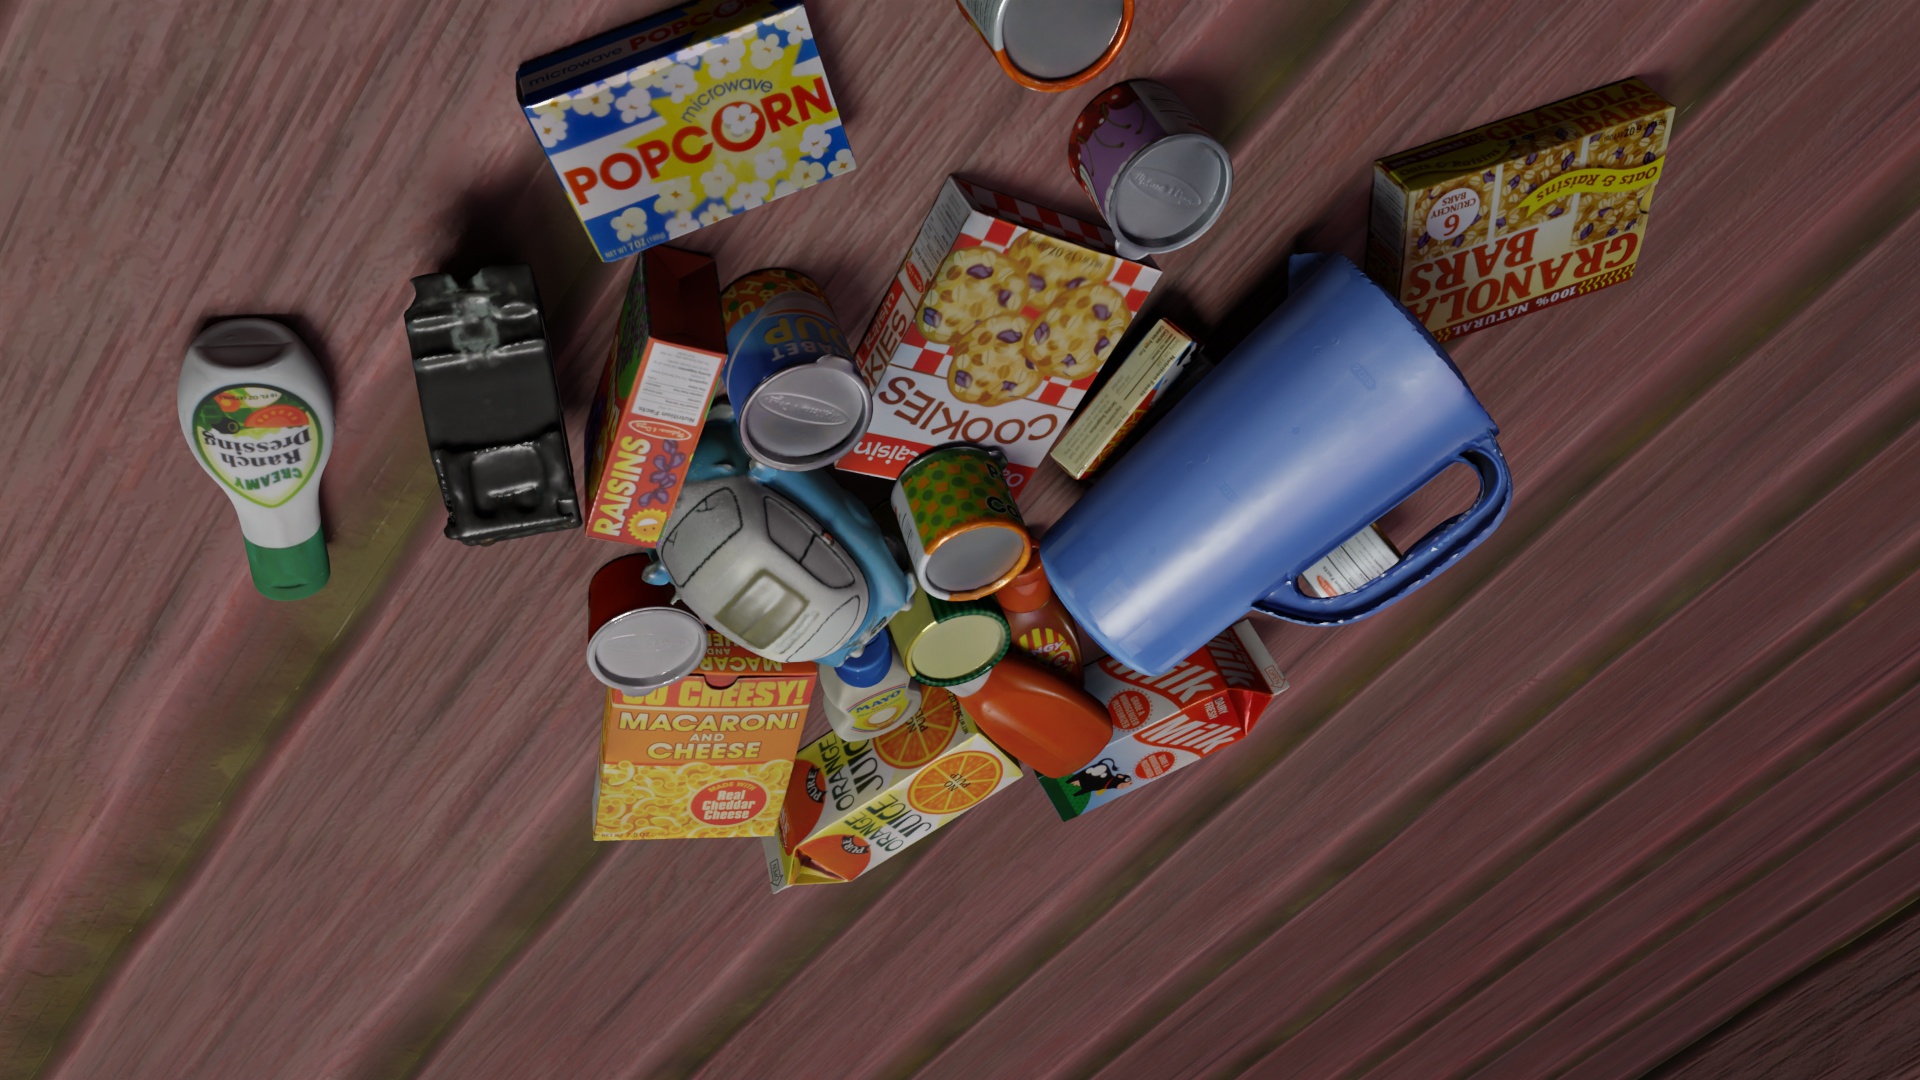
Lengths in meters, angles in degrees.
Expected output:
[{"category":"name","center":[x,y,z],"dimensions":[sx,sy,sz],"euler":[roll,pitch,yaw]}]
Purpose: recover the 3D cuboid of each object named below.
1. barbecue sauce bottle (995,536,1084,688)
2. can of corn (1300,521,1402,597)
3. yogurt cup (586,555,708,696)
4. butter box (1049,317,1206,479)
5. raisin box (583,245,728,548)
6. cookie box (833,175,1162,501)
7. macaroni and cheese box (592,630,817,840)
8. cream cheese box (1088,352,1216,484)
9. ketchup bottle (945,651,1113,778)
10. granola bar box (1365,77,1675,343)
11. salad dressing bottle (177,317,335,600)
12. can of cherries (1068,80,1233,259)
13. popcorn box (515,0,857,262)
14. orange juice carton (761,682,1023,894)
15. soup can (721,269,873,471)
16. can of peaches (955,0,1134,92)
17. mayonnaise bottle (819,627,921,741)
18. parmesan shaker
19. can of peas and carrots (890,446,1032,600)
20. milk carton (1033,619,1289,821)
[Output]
[{"category":"barbecue sauce bottle","center":[0.046,0.057,0.930],"dimensions":[0.065,0.044,0.147],"euler":[-17,137,-4]},{"category":"can of corn","center":[0.274,0.014,0.976],"dimensions":[0.058,0.071,0.071],"euler":[-41,135,17]},{"category":"yogurt cup","center":[-0.184,0.046,0.804],"dimensions":[0.072,0.054,0.072],"euler":[-13,137,-12]},{"category":"butter box","center":[0.096,-0.081,0.800],"dimensions":[0.103,0.024,0.053],"euler":[-51,168,16]},{"category":"raisin box","center":[-0.151,-0.070,0.679],"dimensions":[0.040,0.086,0.122],"euler":[10,128,-25]},{"category":"cookie box","center":[0.013,-0.102,0.756],"dimensions":[0.123,0.040,0.166],"euler":[10,127,-32]},{"category":"macaroni and cheese box","center":[-0.168,0.129,0.899],"dimensions":[0.124,0.040,0.165],"euler":[2,132,-19]},{"category":"cream cheese box","center":[0.120,-0.070,0.850],"dimensions":[0.103,0.024,0.053],"euler":[-42,134,18]},{"category":"ketchup bottle","center":[0.033,0.103,0.910],"dimensions":[0.064,0.044,0.148],"euler":[-40,126,20]},{"category":"granola bar box","center":[0.323,-0.185,0.814],"dimensions":[0.166,0.039,0.123],"euler":[-19,138,-6]},{"category":"salad dressing bottle","center":[-0.330,-0.034,0.665],"dimensions":[0.064,0.044,0.146],"euler":[-6,135,-20]},{"category":"can of cherries","center":[0.092,-0.185,0.695],"dimensions":[0.071,0.058,0.071],"euler":[-14,138,-13]},{"category":"popcorn box","center":[-0.118,-0.185,0.613],"dimensions":[0.127,0.038,0.084],"euler":[-22,137,-3]},{"category":"orange juice carton","center":[-0.061,0.172,0.976],"dimensions":[0.192,0.072,0.073],"euler":[-33,137,9]},{"category":"soup can","center":[-0.085,-0.088,0.693],"dimensions":[0.071,0.084,0.071],"euler":[-13,137,-12]},{"category":"can of peaches","center":[0.038,-0.240,0.614],"dimensions":[0.071,0.058,0.070],"euler":[-12,136,-12]},{"category":"mayonnaise bottle","center":[-0.059,0.087,0.878],"dimensions":[0.065,0.041,0.147],"euler":[-23,160,-8]},{"category":"parmesan shaker","center":[-0.017,0.030,0.829],"dimensions":[0.071,0.103,0.071],"euler":[-13,137,-12]},{"category":"can of peas and carrots","center":[0.003,-0.010,0.768],"dimensions":[0.071,0.059,0.070],"euler":[-13,141,-10]},{"category":"milk carton","center":[0.140,0.123,1.018],"dimensions":[0.190,0.072,0.073],"euler":[-26,138,2]}]
